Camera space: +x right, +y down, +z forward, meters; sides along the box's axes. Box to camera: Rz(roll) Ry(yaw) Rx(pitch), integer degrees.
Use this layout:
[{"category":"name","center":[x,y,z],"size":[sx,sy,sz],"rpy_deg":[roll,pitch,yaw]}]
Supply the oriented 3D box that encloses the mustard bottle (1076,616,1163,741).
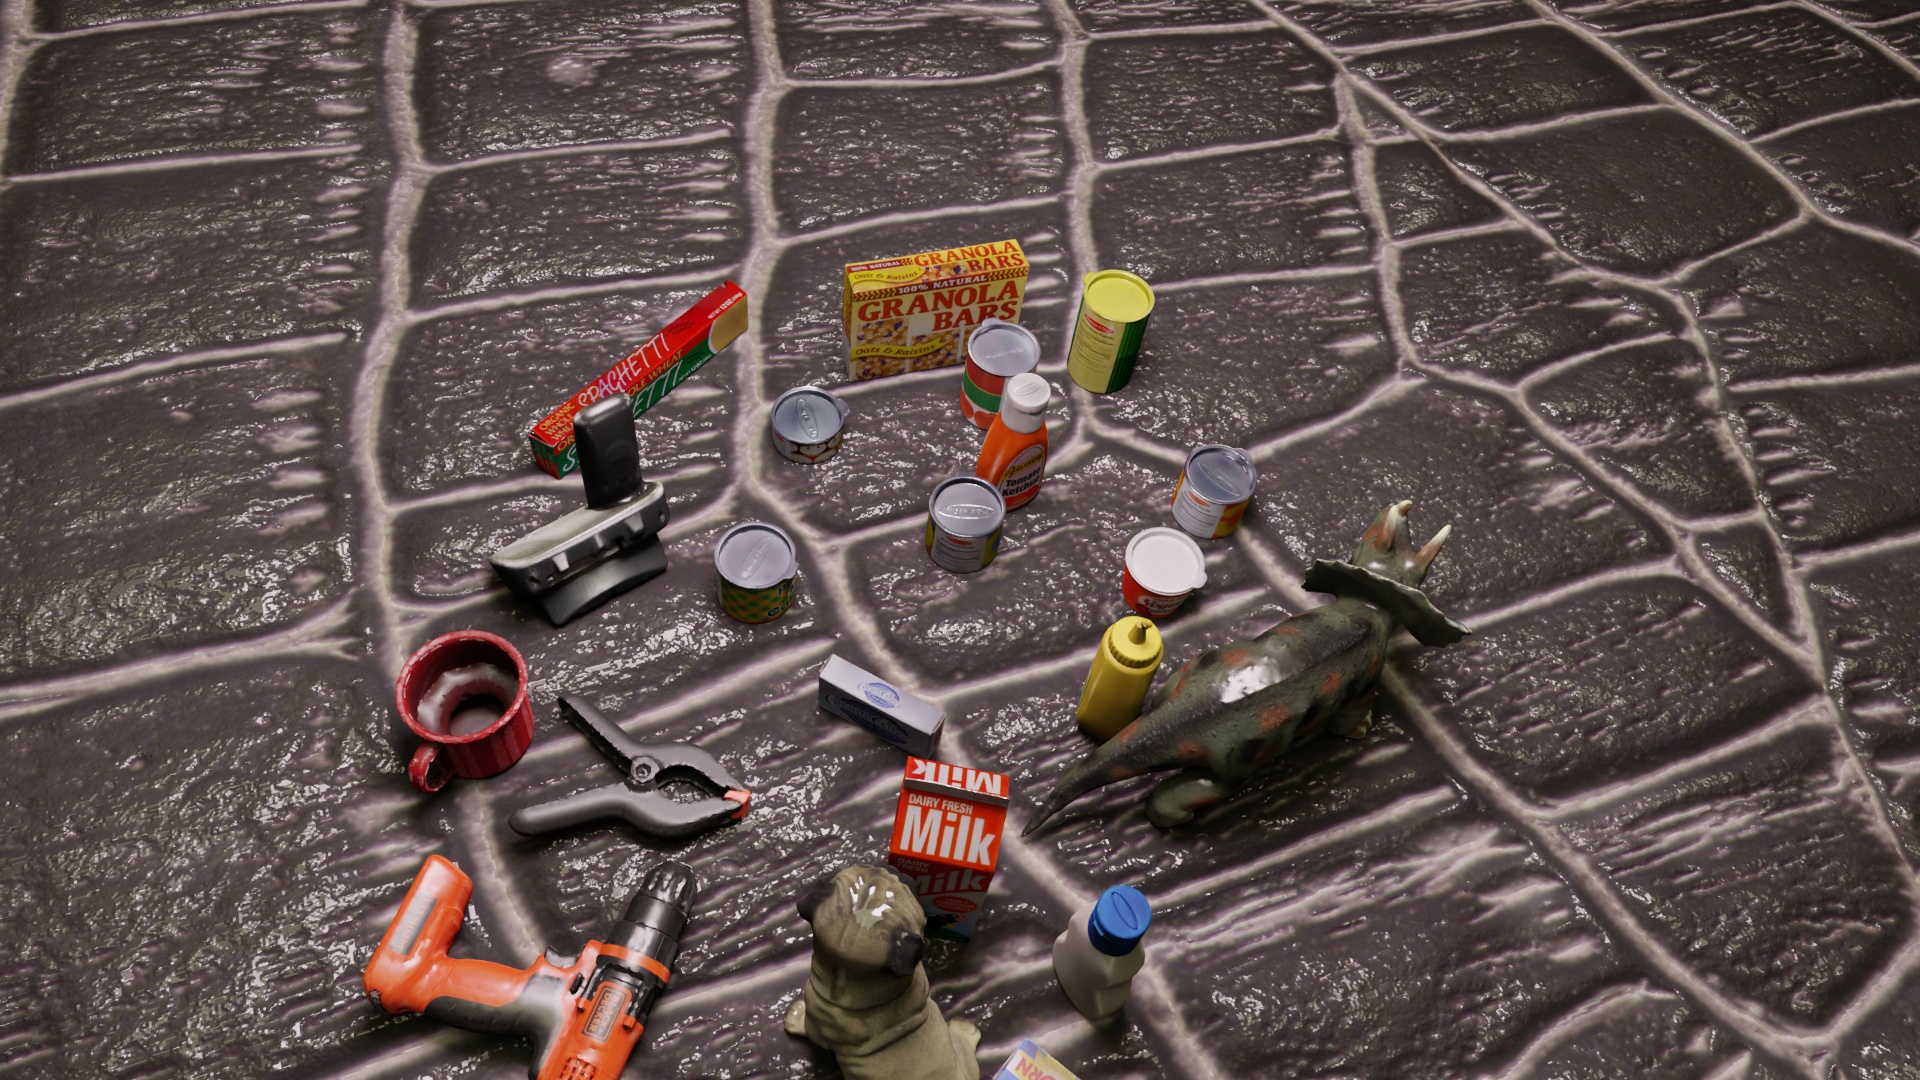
[{"category":"mustard bottle","center":[0.127,0.099,1.080],"size":[0.049,0.159,0.065],"rpy_deg":[22,56,8]}]

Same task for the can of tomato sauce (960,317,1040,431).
[{"category":"can of tomato sauce","center":[0.034,-0.152,1.288],"size":[0.071,0.082,0.071],"rpy_deg":[3,56,-5]}]

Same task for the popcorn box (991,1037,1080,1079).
[{"category":"popcorn box","center":[0.076,0.393,0.917],"size":[0.127,0.084,0.038],"rpy_deg":[35,59,16]}]

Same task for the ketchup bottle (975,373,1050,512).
[{"category":"ketchup bottle","center":[0.048,-0.084,1.203],"size":[0.065,0.148,0.043],"rpy_deg":[-24,62,-22]}]

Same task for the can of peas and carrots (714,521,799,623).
[{"category":"can of peas and carrots","center":[-0.167,0.028,1.153],"size":[0.071,0.058,0.071],"rpy_deg":[3,55,-5]}]

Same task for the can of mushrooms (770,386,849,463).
[{"category":"can of mushrooms","center":[-0.137,-0.105,1.263],"size":[0.071,0.033,0.071],"rpy_deg":[3,55,-5]}]

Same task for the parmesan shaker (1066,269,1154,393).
[{"category":"parmesan shaker","center":[0.139,-0.199,1.321],"size":[0.071,0.102,0.071],"rpy_deg":[3,56,-5]}]

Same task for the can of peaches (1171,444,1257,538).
[{"category":"can of peaches","center":[0.230,-0.045,1.253],"size":[0.071,0.057,0.071],"rpy_deg":[3,55,-5]}]

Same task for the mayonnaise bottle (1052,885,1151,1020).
[{"category":"mayonnaise bottle","center":[0.099,0.281,0.959],"size":[0.041,0.147,0.065],"rpy_deg":[-22,61,-20]}]

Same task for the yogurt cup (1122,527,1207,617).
[{"category":"yogurt cup","center":[0.171,0.030,1.197],"size":[0.072,0.053,0.073],"rpy_deg":[3,55,-5]}]

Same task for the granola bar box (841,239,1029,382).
[{"category":"granola bar box","center":[-0.027,-0.214,1.297],"size":[0.166,0.123,0.039],"rpy_deg":[-12,58,-15]}]

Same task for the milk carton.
[{"category":"milk carton","center":[-0.012,0.211,0.967],"size":[0.072,0.189,0.074],"rpy_deg":[10,55,0]}]

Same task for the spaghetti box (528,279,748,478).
[{"category":"spaghetti box","center":[-0.287,-0.149,1.264],"size":[0.029,0.050,0.251],"rpy_deg":[35,59,16]}]

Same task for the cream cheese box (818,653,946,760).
[{"category":"cream cheese box","center":[-0.064,0.133,1.097],"size":[0.104,0.053,0.024],"rpy_deg":[26,57,11]}]

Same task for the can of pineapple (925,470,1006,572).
[{"category":"can of pineapple","center":[0.004,-0.015,1.205],"size":[0.071,0.057,0.071],"rpy_deg":[3,55,-5]}]
